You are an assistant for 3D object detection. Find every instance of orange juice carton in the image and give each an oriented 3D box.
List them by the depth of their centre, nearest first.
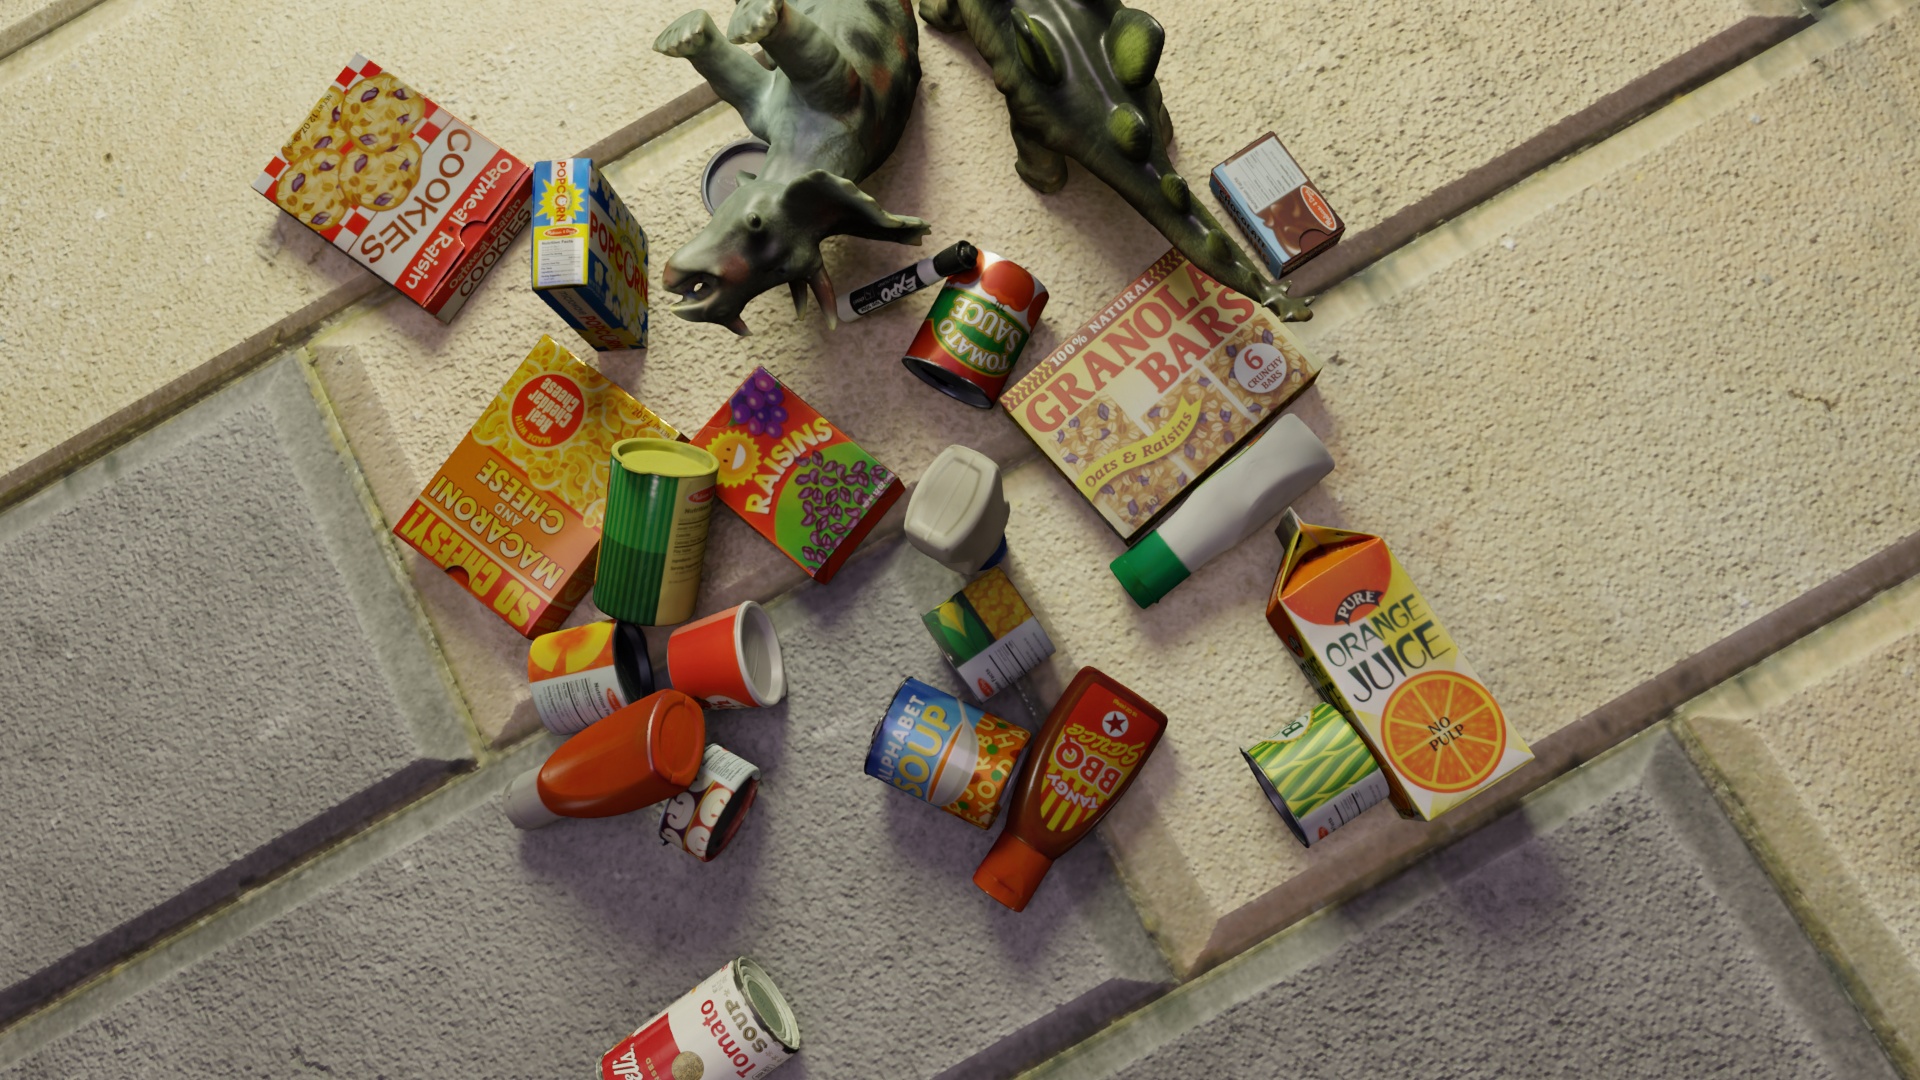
[{"bbox_3d":[0.245,0.067,0.826,0.073,0.071,0.193,-32,78,-1],"label":"orange juice carton"}]

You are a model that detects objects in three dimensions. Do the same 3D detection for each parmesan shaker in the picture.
[{"bbox_3d":[-0.194,-0.005,0.872,0.071,0.071,0.102,17,110,9],"label":"parmesan shaker"}]

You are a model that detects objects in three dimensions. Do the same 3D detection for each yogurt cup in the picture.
[{"bbox_3d":[-0.149,0.076,0.875,0.054,0.072,0.072,-13,78,12],"label":"yogurt cup"}]

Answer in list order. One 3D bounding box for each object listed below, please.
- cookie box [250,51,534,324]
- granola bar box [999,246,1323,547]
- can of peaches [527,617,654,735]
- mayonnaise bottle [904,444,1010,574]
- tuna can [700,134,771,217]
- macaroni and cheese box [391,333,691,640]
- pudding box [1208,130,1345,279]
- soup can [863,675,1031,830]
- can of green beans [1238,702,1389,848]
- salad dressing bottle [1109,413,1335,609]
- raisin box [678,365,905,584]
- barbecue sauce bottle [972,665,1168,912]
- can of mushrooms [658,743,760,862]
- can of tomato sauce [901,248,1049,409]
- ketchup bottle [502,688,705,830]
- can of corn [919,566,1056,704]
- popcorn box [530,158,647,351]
[{"bbox_3d":[-0.393,-0.248,0.977,0.167,0.040,0.123,34,85,11],"label":"cookie box"},{"bbox_3d":[0.127,-0.096,0.888,0.165,0.039,0.124,-41,78,-2],"label":"granola bar box"},{"bbox_3d":[-0.234,0.085,0.883,0.058,0.071,0.071,-13,78,4],"label":"can of peaches"},{"bbox_3d":[0.003,-0.010,0.830,0.041,0.148,0.065,28,84,11],"label":"mayonnaise bottle"},{"bbox_3d":[-0.140,-0.240,0.950,0.071,0.033,0.071,-1,79,6],"label":"tuna can"},{"bbox_3d":[-0.276,-0.035,0.922,0.124,0.040,0.166,35,85,12],"label":"macaroni and cheese box"},{"bbox_3d":[0.205,-0.218,0.907,0.050,0.030,0.084,-33,77,-1],"label":"pudding box"},{"bbox_3d":[-0.008,0.129,0.843,0.084,0.071,0.071,23,83,10],"label":"soup can"},{"bbox_3d":[0.210,0.138,0.819,0.058,0.071,0.071,-33,78,-1],"label":"can of green beans"},{"bbox_3d":[0.160,-0.016,0.860,0.147,0.064,0.044,-39,73,6],"label":"salad dressing bottle"},{"bbox_3d":[-0.111,-0.043,0.905,0.123,0.040,0.086,39,87,13],"label":"raisin box"},{"bbox_3d":[0.062,0.153,0.844,0.065,0.043,0.148,34,85,-5],"label":"barbecue sauce bottle"},{"bbox_3d":[-0.155,0.164,0.857,0.033,0.071,0.071,27,84,10],"label":"can of mushrooms"},{"bbox_3d":[0.011,-0.136,0.893,0.071,0.071,0.083,26,83,11],"label":"can of tomato sauce"},{"bbox_3d":[-0.221,0.141,0.849,0.148,0.043,0.065,-25,45,31],"label":"ketchup bottle"},{"bbox_3d":[0.016,0.056,0.858,0.058,0.071,0.071,-35,78,-1],"label":"can of corn"},{"bbox_3d":[-0.239,-0.182,0.902,0.038,0.126,0.085,-3,79,3],"label":"popcorn box"}]
